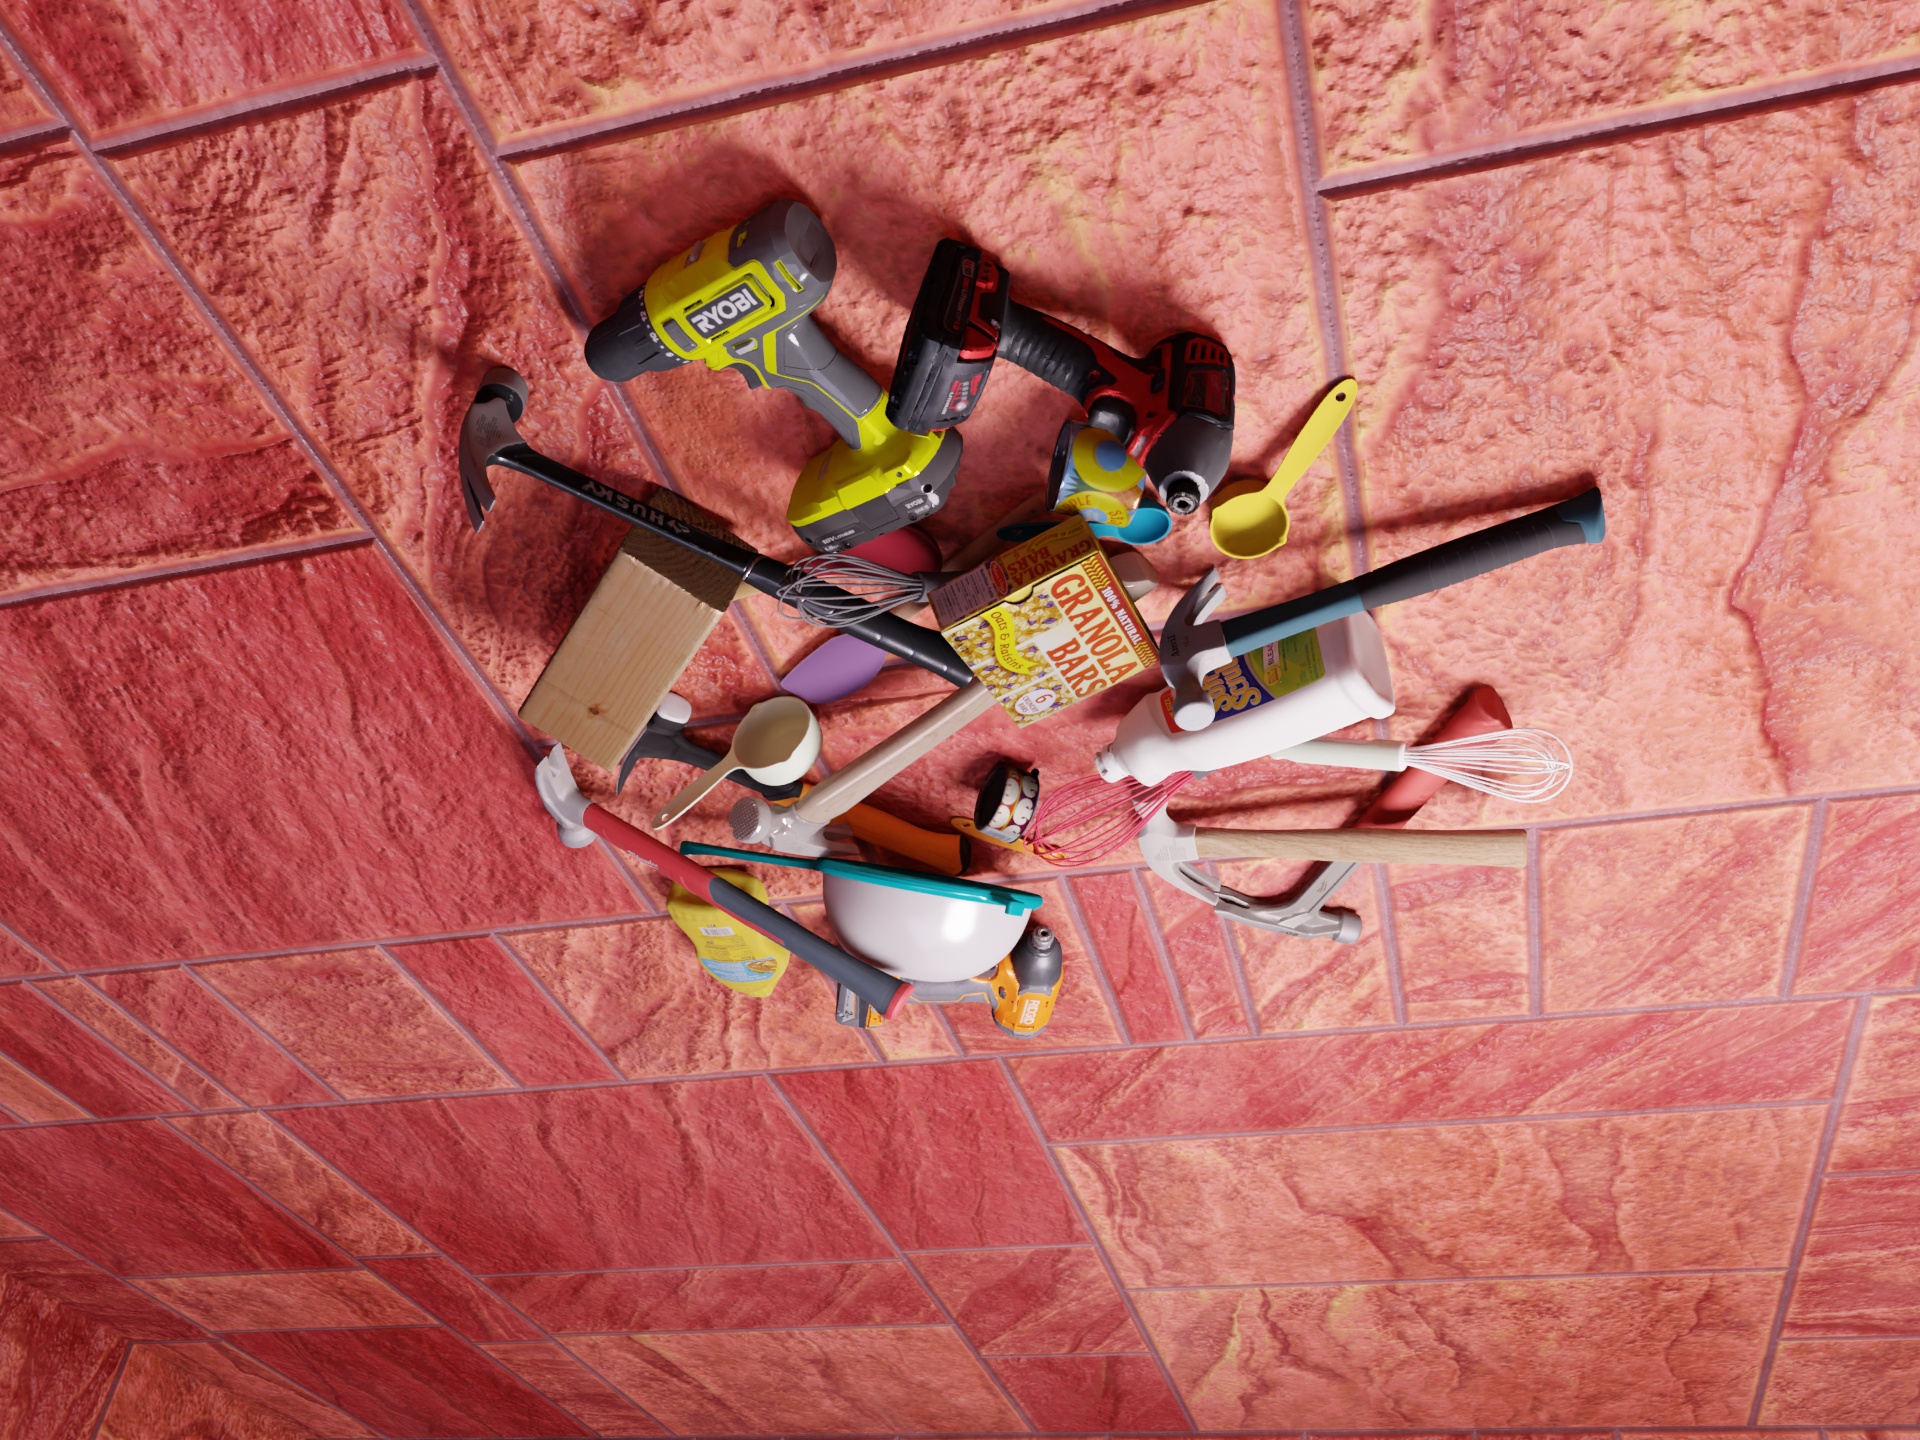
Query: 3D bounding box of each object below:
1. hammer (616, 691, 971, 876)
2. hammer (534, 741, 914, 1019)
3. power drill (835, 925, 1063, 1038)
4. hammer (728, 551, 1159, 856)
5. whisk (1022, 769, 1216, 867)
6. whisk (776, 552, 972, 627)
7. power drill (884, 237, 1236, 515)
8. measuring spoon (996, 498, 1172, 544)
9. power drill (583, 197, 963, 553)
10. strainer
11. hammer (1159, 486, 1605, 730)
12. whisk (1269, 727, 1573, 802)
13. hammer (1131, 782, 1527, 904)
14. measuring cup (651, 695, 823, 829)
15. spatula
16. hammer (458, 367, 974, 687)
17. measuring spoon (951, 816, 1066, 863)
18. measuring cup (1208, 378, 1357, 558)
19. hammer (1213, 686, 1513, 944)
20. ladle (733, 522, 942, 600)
[{"bbox_3d":[-0.144,0.077,1.455,0.336,0.034,0.127,23,136,-19],"label":"hammer"},{"bbox_3d":[-0.212,0.147,1.406,0.386,0.038,0.143,28,151,15],"label":"hammer"},{"bbox_3d":[-0.008,0.253,1.615,0.226,0.084,0.164,5,139,-6],"label":"power drill"},{"bbox_3d":[-0.002,-0.004,1.297,0.410,0.038,0.146,-36,151,26],"label":"hammer"},{"bbox_3d":[0.180,0.049,1.352,0.296,0.073,0.073,-29,130,20],"label":"whisk"},{"bbox_3d":[-0.032,-0.095,1.164,0.239,0.055,0.055,-4,151,-39],"label":"whisk"},{"bbox_3d":[0.071,-0.210,1.012,0.219,0.143,0.078,17,141,-10],"label":"power drill"},{"bbox_3d":[0.090,-0.147,1.168,0.128,0.021,0.042,-3,147,3],"label":"measuring spoon"},{"bbox_3d":[-0.123,-0.221,1.072,0.190,0.080,0.228,-19,132,31],"label":"power drill"},{"bbox_3d":[-0.098,0.177,1.453,0.340,0.095,0.211,8,176,7],"label":"strainer"},{"bbox_3d":[0.303,-0.095,1.155,0.331,0.128,0.033,-19,135,14],"label":"hammer"},{"bbox_3d":[0.368,0.029,1.294,0.246,0.059,0.057,5,-177,29],"label":"whisk"},{"bbox_3d":[0.320,0.110,1.389,0.331,0.031,0.129,0,131,21],"label":"hammer"},{"bbox_3d":[-0.189,0.048,1.357,0.167,0.083,0.038,-38,135,0],"label":"measuring cup"},{"bbox_3d":[-0.036,-0.091,1.258,0.059,0.018,0.316,26,137,-29],"label":"spatula"},{"bbox_3d":[-0.165,-0.116,1.144,0.408,0.149,0.036,24,127,-22],"label":"hammer"},{"bbox_3d":[0.046,0.110,1.493,0.117,0.011,0.021,20,138,-11],"label":"measuring spoon"},{"bbox_3d":[0.230,-0.182,1.123,0.062,0.029,0.156,21,126,-17],"label":"measuring cup"},{"bbox_3d":[0.363,0.089,1.410,0.149,0.037,0.358,15,139,-11],"label":"hammer"},{"bbox_3d":[-0.157,-0.107,1.247,0.315,0.031,0.069,-12,132,22],"label":"ladle"}]
